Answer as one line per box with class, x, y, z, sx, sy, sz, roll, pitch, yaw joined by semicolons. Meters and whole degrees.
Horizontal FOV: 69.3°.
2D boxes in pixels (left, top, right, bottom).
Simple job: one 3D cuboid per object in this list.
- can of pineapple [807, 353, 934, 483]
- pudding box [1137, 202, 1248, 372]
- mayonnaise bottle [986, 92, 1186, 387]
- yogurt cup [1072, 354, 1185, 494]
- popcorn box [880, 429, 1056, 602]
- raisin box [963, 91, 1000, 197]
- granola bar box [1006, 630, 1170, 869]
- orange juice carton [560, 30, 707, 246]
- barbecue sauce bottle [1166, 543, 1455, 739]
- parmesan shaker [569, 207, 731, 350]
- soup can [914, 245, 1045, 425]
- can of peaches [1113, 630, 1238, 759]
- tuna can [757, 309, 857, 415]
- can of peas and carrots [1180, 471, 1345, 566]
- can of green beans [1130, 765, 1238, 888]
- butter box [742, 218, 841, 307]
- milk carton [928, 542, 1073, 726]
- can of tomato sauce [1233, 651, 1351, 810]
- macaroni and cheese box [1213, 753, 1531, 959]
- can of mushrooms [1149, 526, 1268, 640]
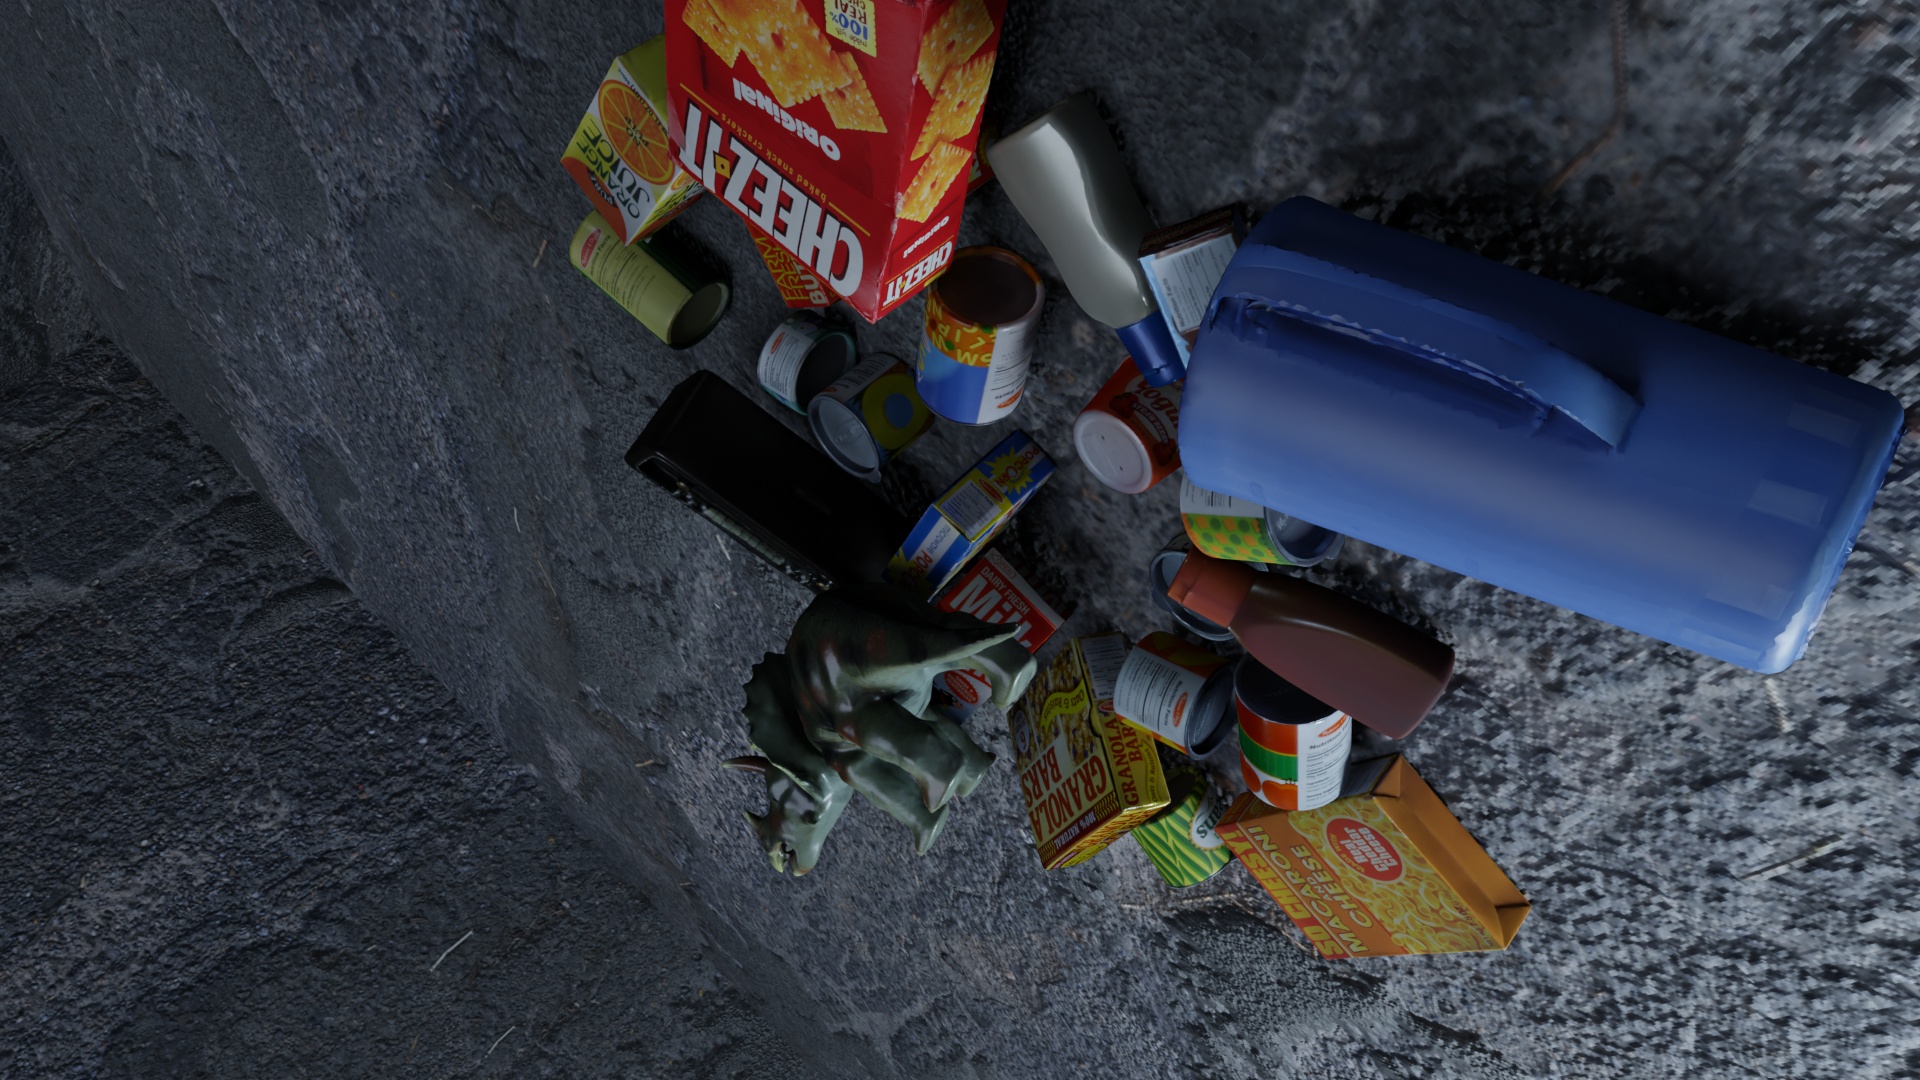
can of pineapple;-0.059;-0.083;0.939;0.071;0.058;0.070;34;148;25
pudding box;0.123;-0.113;0.667;0.049;0.030;0.083;-17;115;25
mayonnaise bottle;0.074;-0.148;0.701;0.064;0.041;0.148;-9;119;56
yogurt cup;0.098;-0.062;0.757;0.072;0.054;0.072;34;148;25
popcorn box;0.003;-0.011;0.913;0.038;0.085;0.126;45;151;4
raisin box;-0.031;-0.246;0.725;0.086;0.040;0.122;18;138;40
granola bar box;0.085;0.152;0.985;0.164;0.039;0.124;120;140;-60
orange juice carton;-0.199;-0.256;0.904;0.071;0.073;0.192;53;151;-9
barbecue sauce bottle;0.185;0.049;0.751;0.148;0.044;0.064;28;139;8
parmesan shaker;-0.228;-0.194;1.024;0.103;0.071;0.071;40;150;13
soup can;0.008;-0.119;0.797;0.071;0.072;0.083;38;149;18
can of peaches;0.140;0.098;0.883;0.058;0.071;0.071;23;142;37
tuna can;-0.102;-0.121;0.948;0.033;0.071;0.070;31;147;26
can of peas and carrots;0.158;-0.020;0.716;0.058;0.071;0.070;4;129;52
can of green beans;0.157;0.202;0.983;0.057;0.071;0.071;55;150;-11
butter box;-0.113;-0.202;0.905;0.053;0.024;0.103;8;131;50
milk carton;0.017;0.067;1.001;0.072;0.074;0.189;45;151;4
can of tomato sauce;0.195;0.107;0.818;0.071;0.071;0.082;25;144;35
macaroni and cheese box;0.255;0.205;0.882;0.123;0.040;0.166;49;151;-2
can of mushrooms;0.145;0.023;0.817;0.071;0.033;0.070;33;148;24
